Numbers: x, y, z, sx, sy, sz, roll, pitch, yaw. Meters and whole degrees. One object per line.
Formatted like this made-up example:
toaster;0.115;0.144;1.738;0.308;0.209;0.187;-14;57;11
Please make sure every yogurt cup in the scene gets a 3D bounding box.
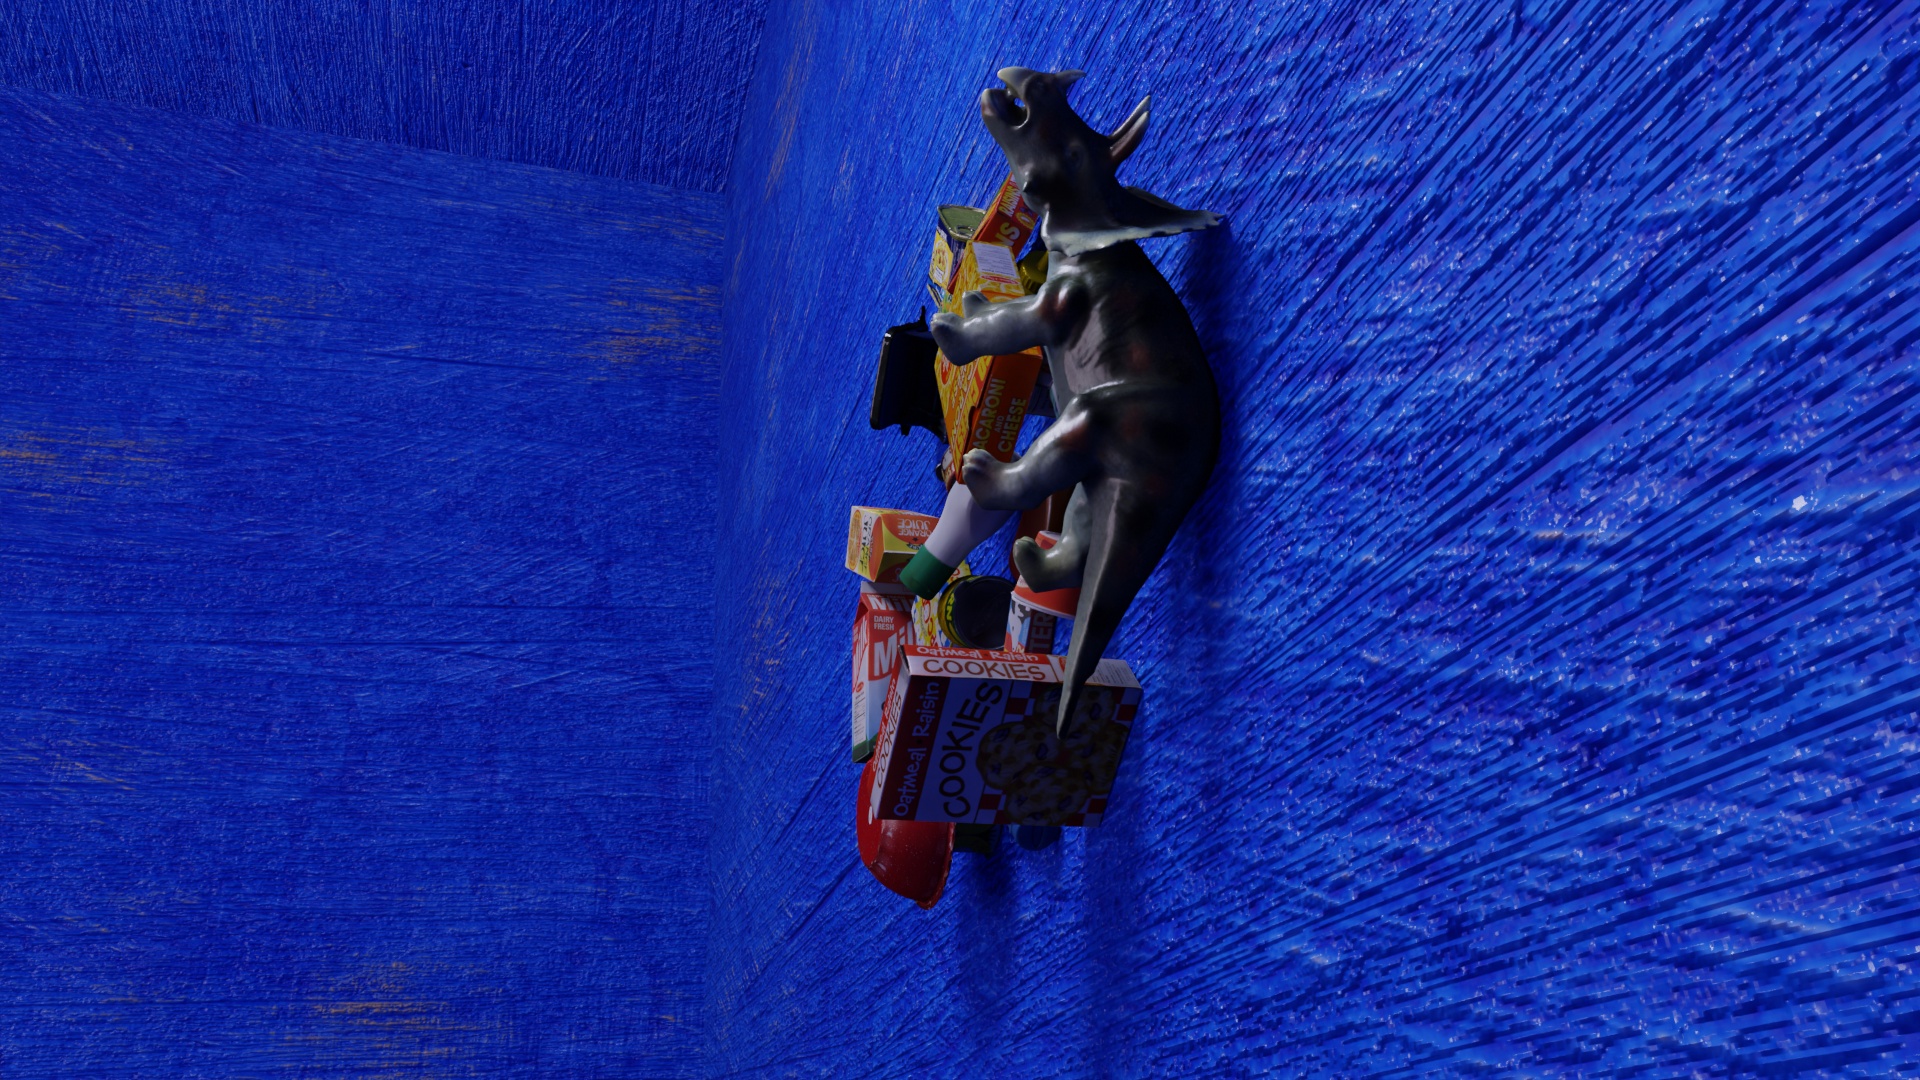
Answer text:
yogurt cup;0.077;0.026;1.024;0.072;0.072;0.054;-145;69;-71

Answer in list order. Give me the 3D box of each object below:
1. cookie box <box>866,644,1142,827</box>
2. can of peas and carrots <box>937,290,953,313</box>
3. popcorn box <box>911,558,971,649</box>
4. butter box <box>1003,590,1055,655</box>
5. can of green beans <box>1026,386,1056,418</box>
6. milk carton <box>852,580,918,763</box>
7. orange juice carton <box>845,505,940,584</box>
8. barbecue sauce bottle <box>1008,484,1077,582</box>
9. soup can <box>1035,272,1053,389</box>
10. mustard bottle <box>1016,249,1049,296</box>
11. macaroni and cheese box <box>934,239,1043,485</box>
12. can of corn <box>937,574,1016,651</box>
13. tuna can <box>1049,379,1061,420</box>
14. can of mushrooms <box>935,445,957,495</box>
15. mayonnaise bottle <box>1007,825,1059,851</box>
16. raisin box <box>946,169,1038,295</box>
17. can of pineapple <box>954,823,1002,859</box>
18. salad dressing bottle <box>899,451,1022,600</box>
cookie box;0.028;0.138;0.967;0.040;0.168;0.122;-114;33;-59
can of peas and carrots;0.015;-0.216;1.284;0.058;0.071;0.071;121;149;-57
popcorn box;-0.012;0.082;1.340;0.127;0.038;0.084;-104;25;-47
butter box;0.053;0.097;1.145;0.053;0.024;0.103;-145;62;-71
can of green beans;0.054;-0.137;1.152;0.071;0.058;0.071;-173;89;-73
milk carton;-0.072;0.136;1.464;0.073;0.072;0.191;135;136;-65
orange juice carton;-0.067;0.006;1.485;0.192;0.072;0.073;-164;79;-73
barbecue sauce bottle;0.076;-0.034;1.075;0.065;0.044;0.147;-111;31;-55
soup can;0.091;-0.152;1.029;0.071;0.071;0.083;-138;56;-69
mustard bottle;0.055;-0.202;1.185;0.159;0.049;0.065;120;152;-54
macaroni and cheese box;0.018;-0.139;1.083;0.167;0.040;0.123;-100;21;-50
can of corn;0.016;0.061;1.199;0.058;0.071;0.071;176;99;-74
tuna can;0.100;-0.097;0.984;0.070;0.071;0.033;113;155;-45
can of mushrooms;0.015;-0.059;1.238;0.033;0.071;0.070;-107;27;-47
mayonnaise bottle;0.041;0.196;1.131;0.148;0.041;0.064;-123;35;-62
raisin box;0.033;-0.261;1.192;0.085;0.040;0.124;-54;10;32
can of pineapple;0.000;0.243;1.219;0.071;0.058;0.071;-174;89;-73
salad dressing bottle;0.004;-0.015;1.200;0.147;0.064;0.044;-52;50;11
